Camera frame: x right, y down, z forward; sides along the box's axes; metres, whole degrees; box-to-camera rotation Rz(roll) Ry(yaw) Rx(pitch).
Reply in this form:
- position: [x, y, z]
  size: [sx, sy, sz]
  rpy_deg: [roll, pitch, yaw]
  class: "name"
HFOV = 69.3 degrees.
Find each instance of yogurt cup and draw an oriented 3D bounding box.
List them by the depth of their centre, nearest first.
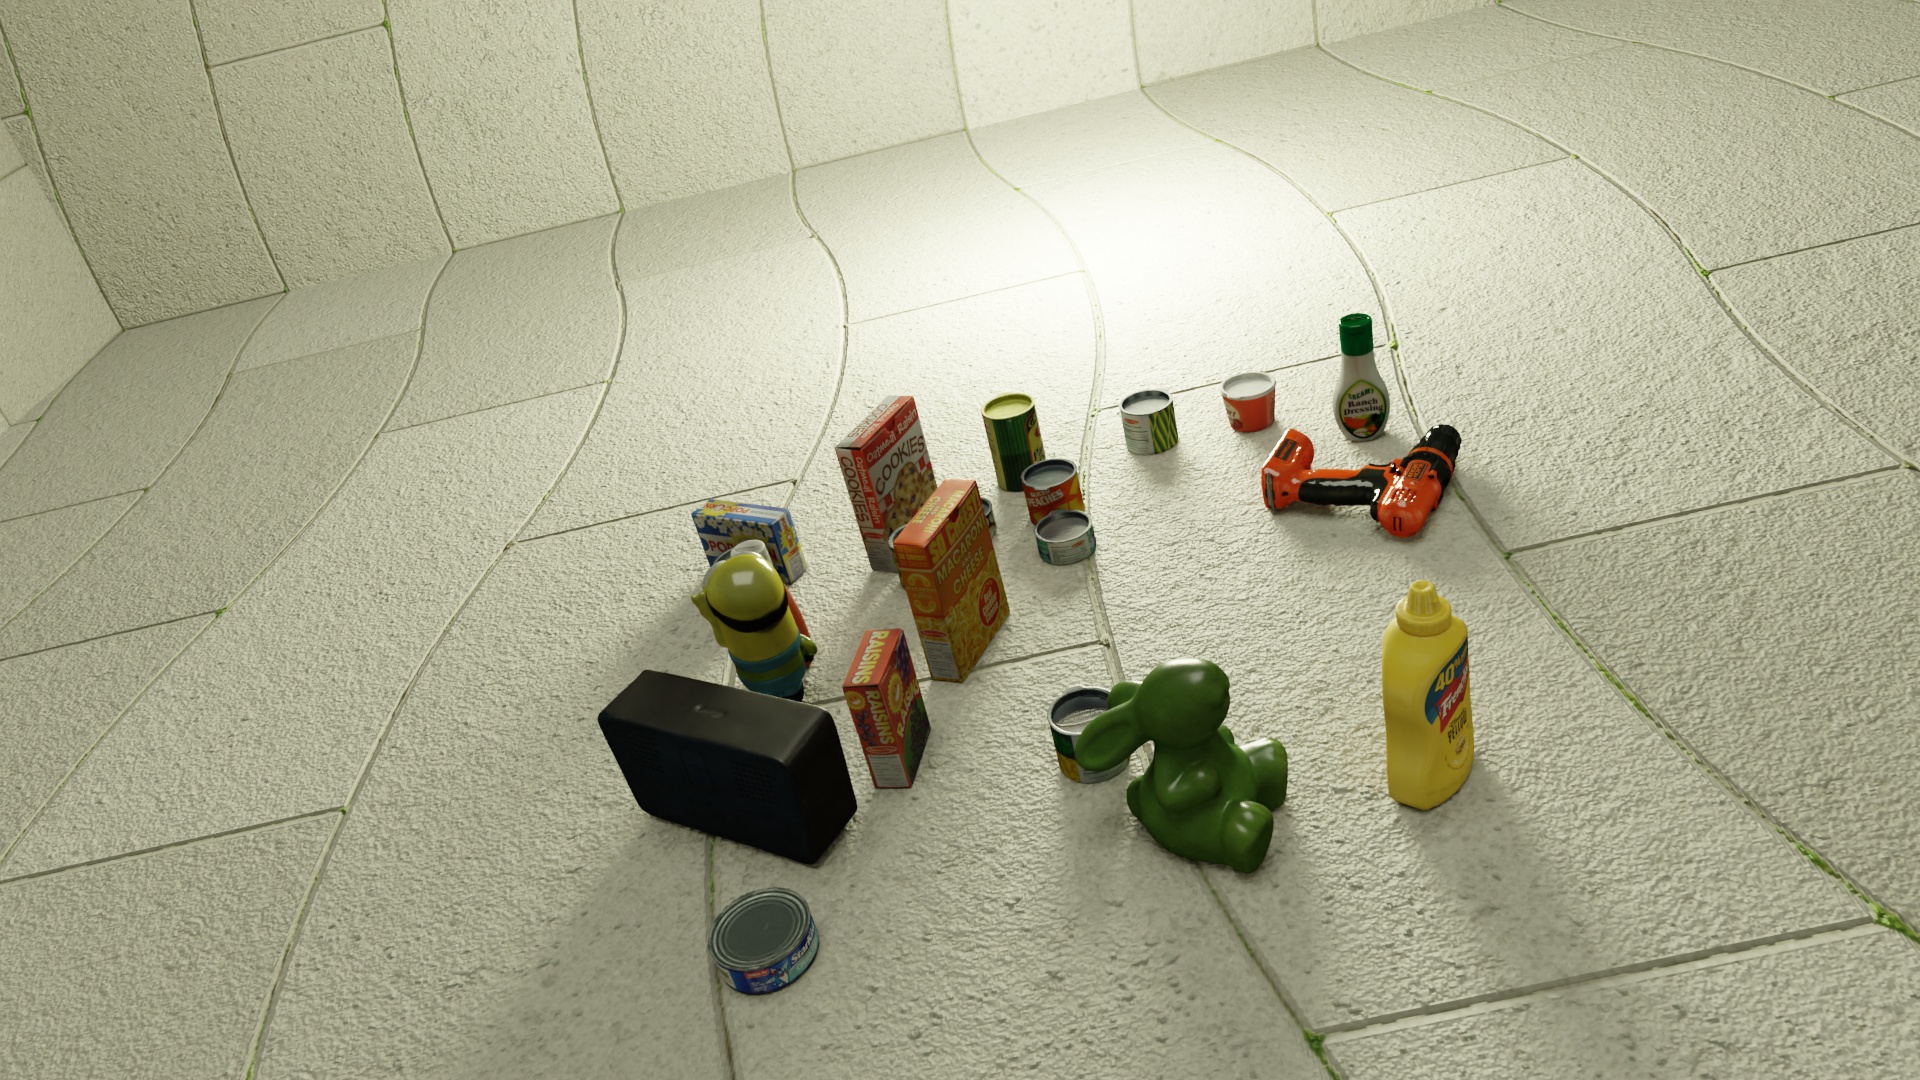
- position: [0.353, -0.168, 1.696]
  size: [0.072, 0.053, 0.073]
  rpy_deg: [-11, 31, 6]
  class: "yogurt cup"

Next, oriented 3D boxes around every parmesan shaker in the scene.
- position: [0.067, -0.120, 1.689]
  size: [0.071, 0.102, 0.071]
  rpy_deg: [-11, 31, 7]
  class: "parmesan shaker"

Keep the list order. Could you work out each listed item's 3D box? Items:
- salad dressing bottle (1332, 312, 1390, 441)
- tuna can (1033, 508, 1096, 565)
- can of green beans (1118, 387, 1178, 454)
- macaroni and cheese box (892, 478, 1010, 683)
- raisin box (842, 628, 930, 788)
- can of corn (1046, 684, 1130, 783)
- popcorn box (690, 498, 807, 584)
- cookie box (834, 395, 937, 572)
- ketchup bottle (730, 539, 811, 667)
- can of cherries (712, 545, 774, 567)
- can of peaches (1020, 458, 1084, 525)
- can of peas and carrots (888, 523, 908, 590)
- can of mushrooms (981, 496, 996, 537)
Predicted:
- position: [0.457, -0.187, 1.592]
  size: [0.064, 0.147, 0.044]
  rpy_deg: [-7, 31, 12]
  class: "salad dressing bottle"
- position: [0.116, -0.005, 1.548]
  size: [0.071, 0.032, 0.071]
  rpy_deg: [-10, 31, 6]
  class: "tuna can"
- position: [0.232, -0.145, 1.705]
  size: [0.071, 0.057, 0.071]
  rpy_deg: [-11, 31, 6]
  class: "can of green beans"
- position: [-0.005, 0.039, 1.397]
  size: [0.040, 0.165, 0.124]
  rpy_deg: [3, 35, 28]
  class: "macaroni and cheese box"
- position: [-0.066, 0.154, 1.276]
  size: [0.040, 0.122, 0.086]
  rpy_deg: [-4, 32, 17]
  class: "raisin box"
- position: [0.114, 0.172, 1.237]
  size: [0.071, 0.058, 0.071]
  rpy_deg: [-11, 31, 6]
  class: "can of corn"
- position: [-0.249, 0.001, 1.640]
  size: [0.126, 0.084, 0.038]
  rpy_deg: [7, 37, 32]
  class: "popcorn box"
- position: [-0.077, -0.066, 1.598]
  size: [0.040, 0.166, 0.123]
  rpy_deg: [5, 36, 29]
  class: "cookie box"
- position: [-0.200, 0.069, 1.446]
  size: [0.065, 0.148, 0.044]
  rpy_deg: [-5, 32, 16]
  class: "ketchup bottle"
- position: [-0.246, 0.046, 1.591]
  size: [0.071, 0.058, 0.072]
  rpy_deg: [-11, 31, 6]
  class: "can of cherries"
- position: [0.106, -0.053, 1.606]
  size: [0.071, 0.057, 0.071]
  rpy_deg: [-11, 31, 6]
  class: "can of peaches"
- position: [-0.040, 0.019, 1.549]
  size: [0.071, 0.058, 0.071]
  rpy_deg: [-11, 31, 6]
  class: "can of peas and carrots"
- position: [0.006, -0.020, 1.619]
  size: [0.071, 0.033, 0.071]
  rpy_deg: [-10, 31, 6]
  class: "can of mushrooms"
